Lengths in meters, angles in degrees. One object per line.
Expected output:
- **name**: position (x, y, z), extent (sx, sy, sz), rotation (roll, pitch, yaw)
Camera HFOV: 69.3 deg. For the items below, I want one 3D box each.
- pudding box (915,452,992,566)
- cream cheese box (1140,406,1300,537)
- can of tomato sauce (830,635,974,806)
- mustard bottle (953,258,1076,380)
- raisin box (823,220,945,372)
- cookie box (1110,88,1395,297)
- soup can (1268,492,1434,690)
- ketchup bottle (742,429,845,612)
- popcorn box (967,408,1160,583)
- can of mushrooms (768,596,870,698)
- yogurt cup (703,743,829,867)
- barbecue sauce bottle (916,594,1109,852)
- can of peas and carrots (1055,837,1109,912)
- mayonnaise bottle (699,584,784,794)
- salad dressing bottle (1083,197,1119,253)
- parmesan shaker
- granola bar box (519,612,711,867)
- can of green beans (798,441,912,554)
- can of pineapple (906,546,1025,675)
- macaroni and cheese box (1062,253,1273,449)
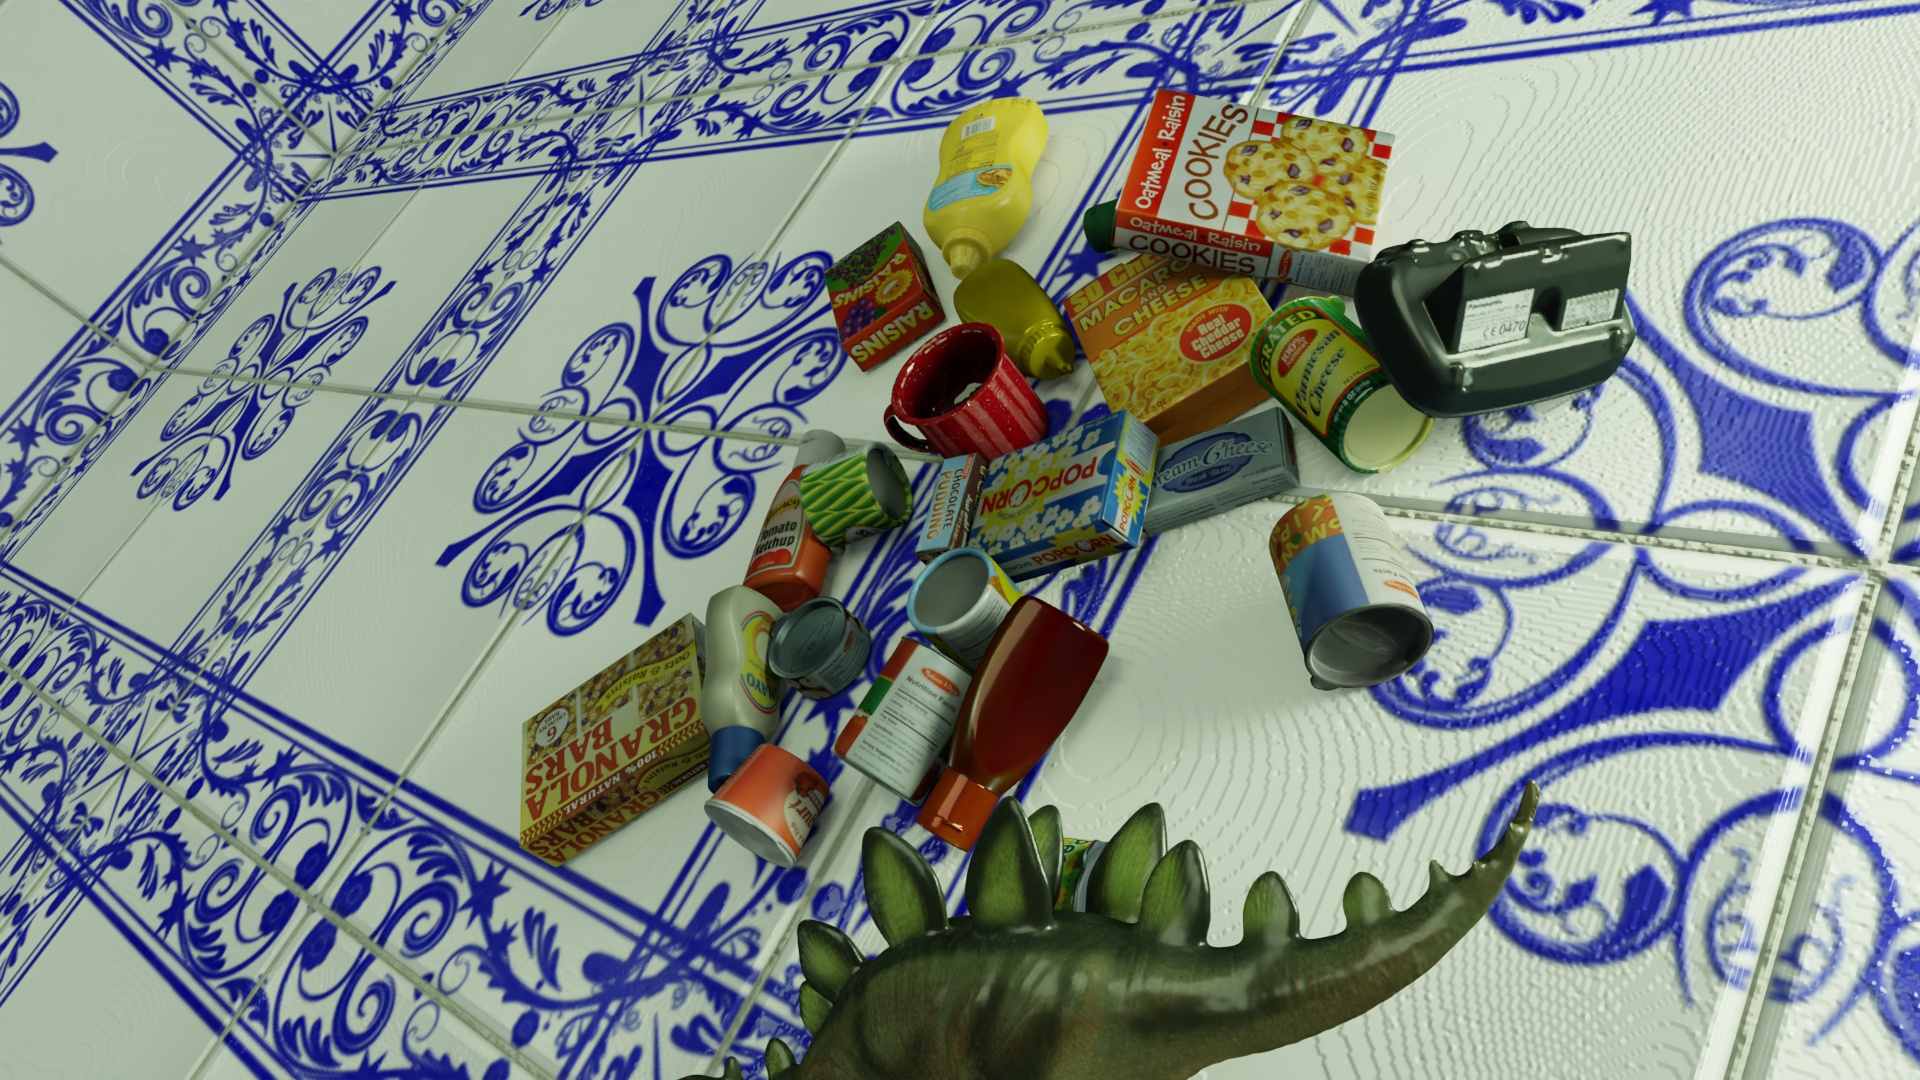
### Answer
- **pudding box**: position (0.003, -0.012, 0.949), extent (0.030, 0.049, 0.084), rotation (-10, 49, 36)
- **cream cheese box**: position (0.158, -0.042, 0.870), extent (0.103, 0.024, 0.054), rotation (-19, 44, 25)
- **can of tomato sauce**: position (-0.030, 0.111, 0.853), extent (0.071, 0.071, 0.083), rotation (19, 71, 47)
- **mustard bottle**: position (0.048, -0.158, 1.044), extent (0.065, 0.048, 0.161), rotation (-39, 40, 4)
- **raisin box**: position (-0.067, -0.210, 1.192), extent (0.086, 0.040, 0.124), rotation (-31, 40, 12)
- **cookie box**: position (0.197, -0.236, 0.939), extent (0.167, 0.040, 0.123), rotation (14, 59, 10)
- **soup can**: position (0.204, 0.027, 0.740), extent (0.071, 0.071, 0.084), rotation (-26, 42, 19)
- **ketchup bottle**: position (-0.120, -0.018, 1.059), extent (0.064, 0.043, 0.149), rotation (-17, 45, 34)
- **popcorn box**: position (0.064, -0.025, 0.898), extent (0.126, 0.038, 0.085), rotation (-19, 45, 45)
- **can of mushrooms**: position (-0.099, 0.074, 0.967), extent (0.071, 0.033, 0.071), rotation (-22, 44, 23)
- **yogurt cup**: position (-0.120, 0.166, 0.880), extent (0.072, 0.072, 0.054), rotation (7, 52, 42)
- **barbecue sauce bottle**: position (0.026, 0.109, 0.817), extent (0.149, 0.065, 0.043), rotation (-60, 4, -9)
- **can of peas and carrots**: position (0.052, 0.184, 0.717), extent (0.058, 0.070, 0.071), rotation (-4, 53, 38)
- **mayonnaise bottle**: position (-0.151, 0.106, 0.962), extent (0.041, 0.064, 0.149), rotation (-24, 47, 25)
- **salad dressing bottle**: position (0.163, -0.251, 1.039), extent (0.147, 0.044, 0.064), rotation (-9, 46, 35)
- **parmesan shaker**: position (0.228, -0.096, 0.827), extent (0.071, 0.071, 0.103), rotation (-38, 40, 6)
- **granola bar box**: position (-0.246, 0.145, 1.018), extent (0.165, 0.039, 0.125), rotation (-33, 40, 11)
- **can of green beans**: position (-0.076, -0.034, 1.020), extent (0.057, 0.071, 0.071), rotation (-18, 45, 26)
- **can of pineapple**: position (0.007, 0.045, 0.888), extent (0.071, 0.057, 0.071), rotation (-22, 44, 23)
- **macaroni and cheese box**: position (0.149, -0.142, 0.954), extent (0.123, 0.040, 0.167), rotation (-30, 41, 13)
